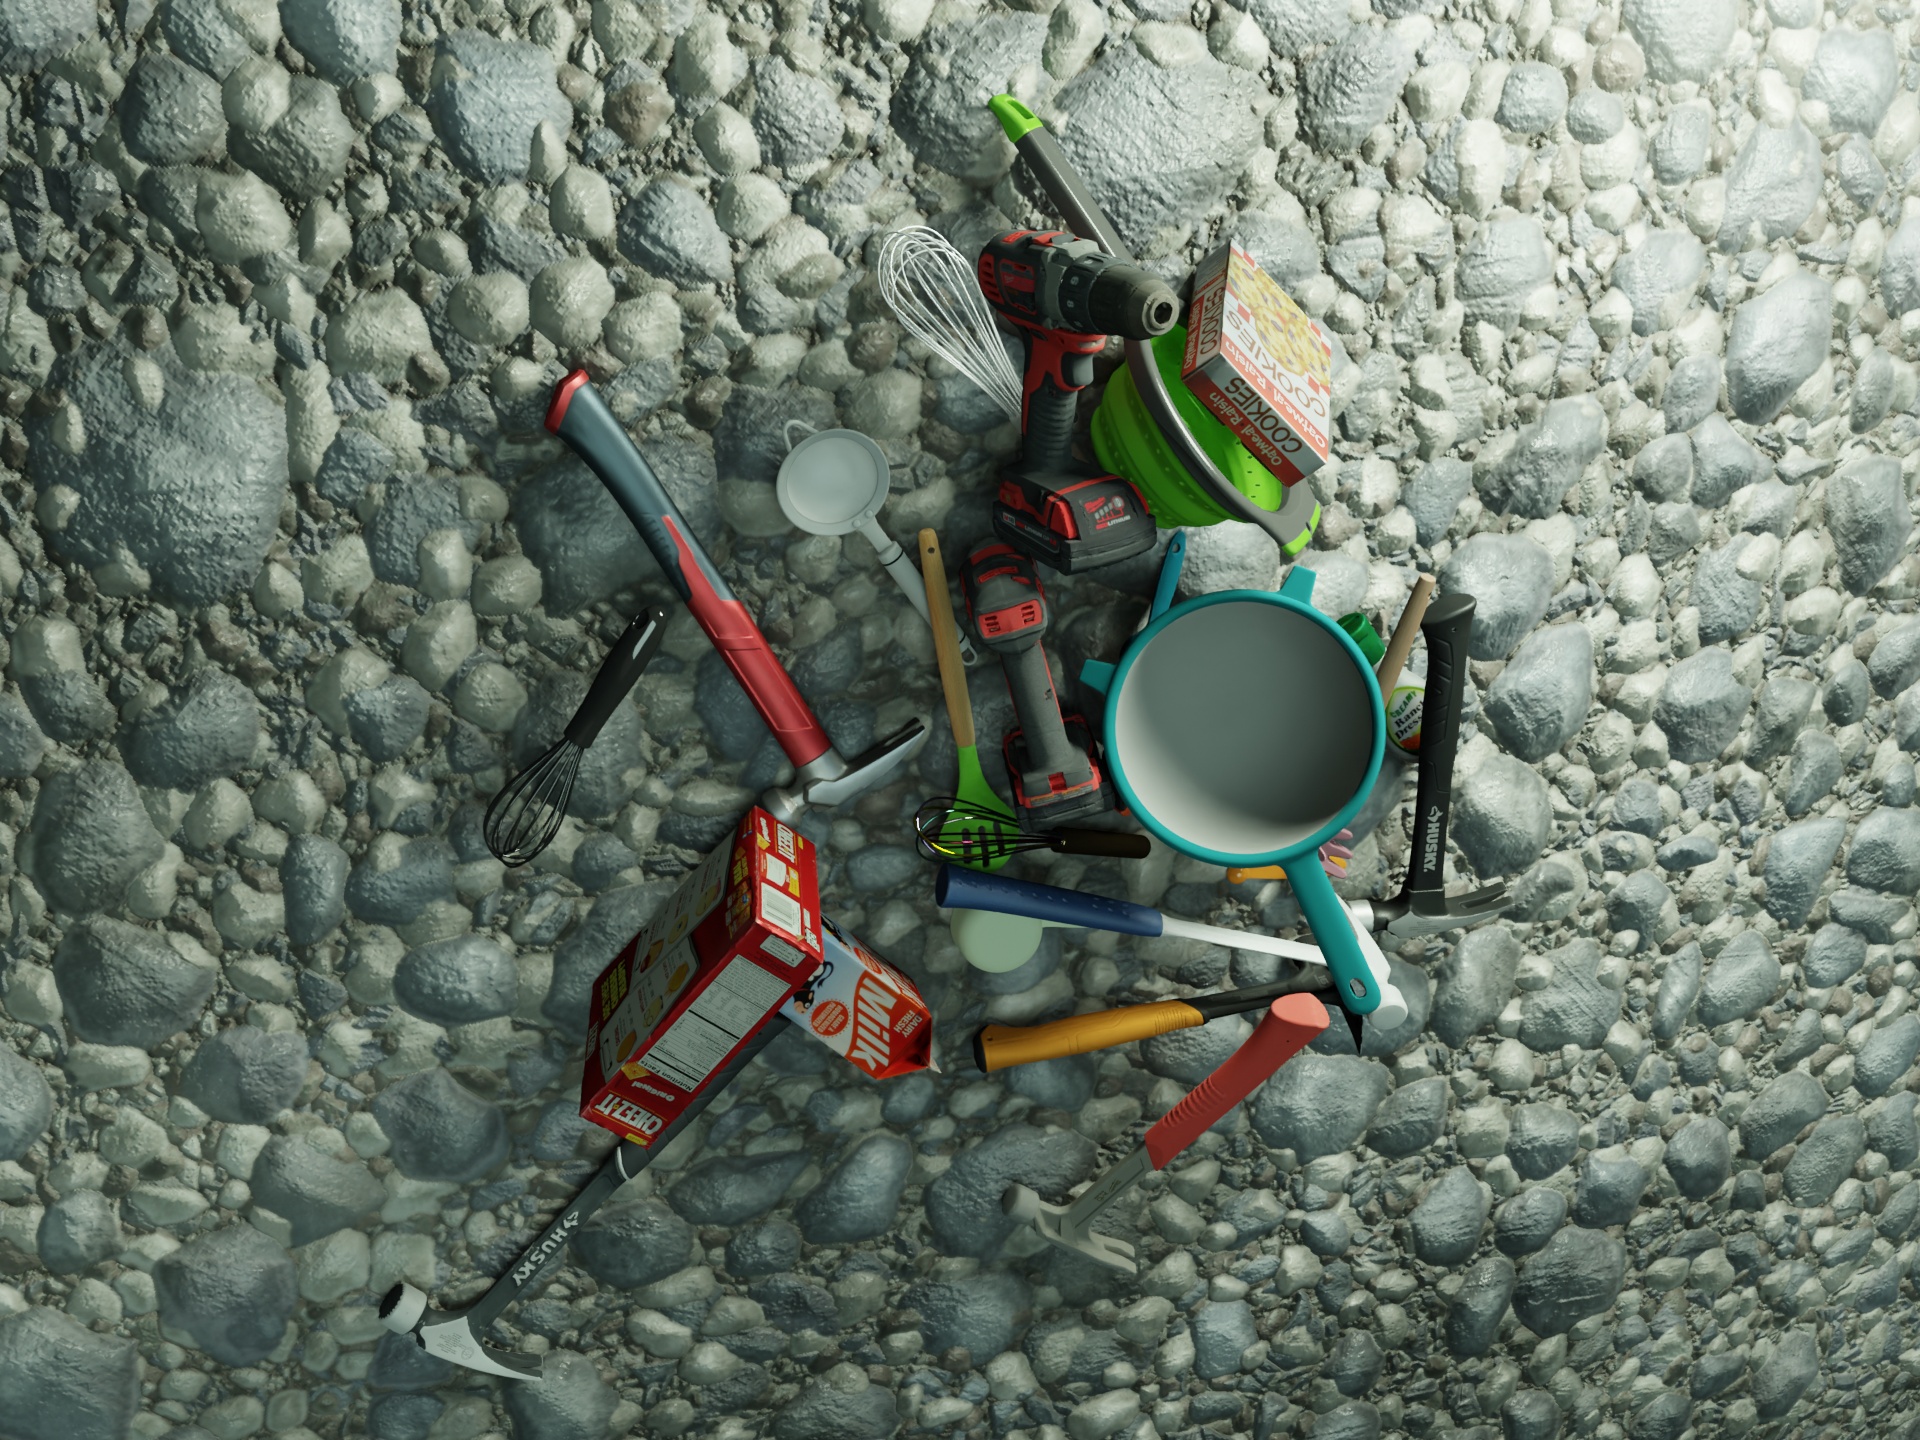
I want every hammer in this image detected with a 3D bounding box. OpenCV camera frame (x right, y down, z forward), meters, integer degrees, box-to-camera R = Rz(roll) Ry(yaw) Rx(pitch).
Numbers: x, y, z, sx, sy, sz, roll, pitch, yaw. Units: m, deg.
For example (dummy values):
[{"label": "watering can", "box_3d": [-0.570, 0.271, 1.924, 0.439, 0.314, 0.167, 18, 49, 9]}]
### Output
[{"label": "hammer", "box_3d": [-0.291, 0.388, 1.331, 0.409, 0.036, 0.149, -46, 114, 2]}, {"label": "hammer", "box_3d": [0.175, 0.171, 1.341, 0.405, 0.144, 0.035, 12, 121, -14]}, {"label": "hammer", "box_3d": [0.414, 0.045, 1.367, 0.146, 0.035, 0.334, -4, 120, 0]}, {"label": "hammer", "box_3d": [0.197, 0.360, 1.385, 0.149, 0.037, 0.359, 29, 121, -19]}, {"label": "hammer", "box_3d": [-0.175, -0.099, 1.202, 0.143, 0.038, 0.386, -33, 113, -4]}, {"label": "hammer", "box_3d": [0.178, 0.264, 1.386, 0.337, 0.127, 0.034, -10, 124, -6]}]

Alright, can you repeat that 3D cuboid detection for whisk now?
[{"label": "whisk", "box_3d": [0.031, -0.254, 1.204, 0.070, 0.070, 0.284, -41, 118, 0]}, {"label": "whisk", "box_3d": [0.062, 0.100, 1.300, 0.244, 0.047, 0.051, 8, 100, -36]}, {"label": "whisk", "box_3d": [-0.287, 0.011, 1.191, 0.055, 0.055, 0.239, 31, 103, -22]}]

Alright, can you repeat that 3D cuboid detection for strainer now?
[{"label": "strainer", "box_3d": [-0.061, -0.134, 1.222, 0.087, 0.050, 0.258, -35, 119, 5]}, {"label": "strainer", "box_3d": [0.247, 0.061, 1.234, 0.211, 0.095, 0.340, -24, 90, 15]}]

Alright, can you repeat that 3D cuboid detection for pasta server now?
[{"label": "pasta server", "box_3d": [0.343, 0.021, 1.337, 0.060, 0.040, 0.316, -26, 139, -47]}]

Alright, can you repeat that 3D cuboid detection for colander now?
[{"label": "colander", "box_3d": [0.118, -0.278, 1.195, 0.094, 0.204, 0.397, -31, 99, 33]}]

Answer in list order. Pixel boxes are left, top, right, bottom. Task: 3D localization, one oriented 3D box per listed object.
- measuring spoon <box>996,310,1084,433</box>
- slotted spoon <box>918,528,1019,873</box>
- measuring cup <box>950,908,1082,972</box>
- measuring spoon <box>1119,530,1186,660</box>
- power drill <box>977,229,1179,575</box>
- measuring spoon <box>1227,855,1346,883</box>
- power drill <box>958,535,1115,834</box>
[{"label": "measuring spoon", "box_3d": [0.067, -0.273, 1.223, 0.034, 0.018, 0.124, -33, 114, -3]}, {"label": "slotted spoon", "box_3d": [-0.002, -0.004, 1.269, 0.070, 0.031, 0.313, -15, 116, -10]}, {"label": "measuring cup", "box_3d": [0.076, 0.177, 1.360, 0.167, 0.038, 0.083, -1, 108, -13]}, {"label": "measuring spoon", "box_3d": [0.158, -0.095, 1.310, 0.042, 0.021, 0.128, 14, 95, -39]}, {"label": "power drill", "box_3d": [0.086, -0.220, 1.105, 0.080, 0.188, 0.226, -20, 121, -25]}, {"label": "measuring spoon", "box_3d": [0.294, 0.134, 1.422, 0.117, 0.011, 0.021, -3, 108, -15]}, {"label": "power drill", "box_3d": [0.052, -0.036, 1.237, 0.078, 0.143, 0.219, -16, 117, 3]}]
